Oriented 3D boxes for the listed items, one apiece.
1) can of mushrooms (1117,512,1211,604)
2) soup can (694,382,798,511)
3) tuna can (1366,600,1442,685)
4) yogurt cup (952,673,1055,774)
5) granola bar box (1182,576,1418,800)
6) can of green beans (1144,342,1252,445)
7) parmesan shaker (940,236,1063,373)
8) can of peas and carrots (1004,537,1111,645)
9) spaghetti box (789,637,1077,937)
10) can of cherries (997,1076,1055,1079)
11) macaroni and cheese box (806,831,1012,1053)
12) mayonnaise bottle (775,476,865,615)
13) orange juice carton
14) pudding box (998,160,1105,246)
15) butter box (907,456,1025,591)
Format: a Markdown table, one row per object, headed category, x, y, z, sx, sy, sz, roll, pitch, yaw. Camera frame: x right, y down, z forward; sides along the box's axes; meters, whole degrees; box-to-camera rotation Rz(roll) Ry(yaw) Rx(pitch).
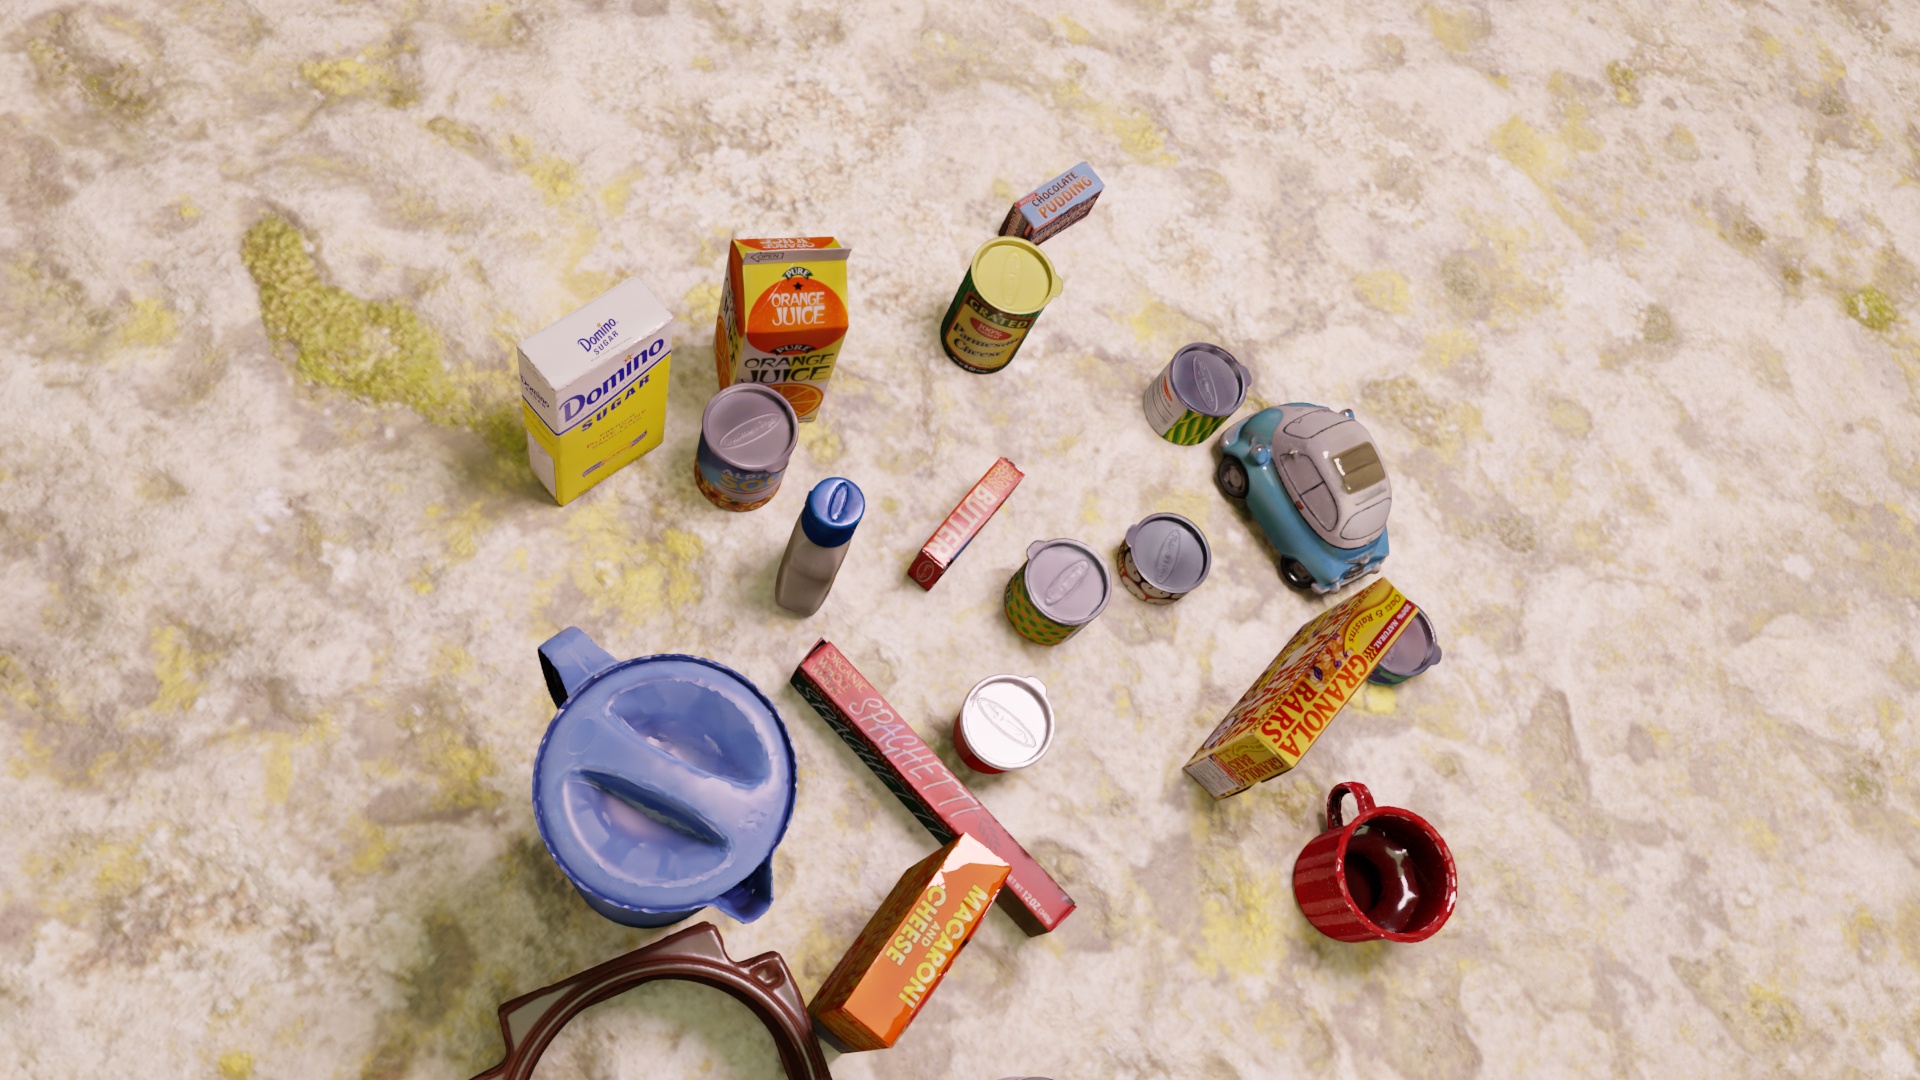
| category | x | y | z | sx | sy | sz | roll | pitch | yaw |
| --- | --- | --- | --- | --- | --- | --- | --- | --- | --- |
| can of mushrooms | 0.155 | 0.013 | 1.071 | 0.071 | 0.033 | 0.071 | 5 | 68 | -13 |
| soup can | -0.153 | -0.062 | 0.989 | 0.071 | 0.083 | 0.071 | 5 | 68 | -13 |
| tuna can | 0.340 | 0.081 | 1.096 | 0.071 | 0.032 | 0.071 | 5 | 68 | -13 |
| yogurt cup | 0.027 | 0.133 | 0.978 | 0.072 | 0.053 | 0.072 | 5 | 68 | -13 |
| granola bar box | 0.246 | 0.110 | 1.009 | 0.039 | 0.123 | 0.166 | 44 | 65 | 4 |
| can of green beans | 0.188 | -0.117 | 1.118 | 0.071 | 0.057 | 0.071 | 5 | 68 | -13 |
| parmesan shaker | 0.030 | -0.179 | 1.074 | 0.071 | 0.102 | 0.071 | 5 | 68 | -13 |
| can of peas and carrots | 0.069 | 0.037 | 1.025 | 0.071 | 0.058 | 0.071 | 5 | 68 | -13 |
| spaghetti box | -0.022 | 0.170 | 0.952 | 0.250 | 0.050 | 0.029 | 46 | 65 | 5 |
| can of cherries | 0.042 | 0.379 | 0.883 | 0.071 | 0.058 | 0.072 | 5 | 68 | -13 |
| macaroni and cheese box | -0.036 | 0.251 | 0.853 | 0.040 | 0.165 | 0.124 | 38 | 65 | 1 |
| mayonnaise bottle | -0.095 | 0.001 | 0.944 | 0.041 | 0.147 | 0.065 | 20 | 66 | -7 |
| orange juice carton | -0.126 | -0.153 | 0.972 | 0.072 | 0.192 | 0.073 | -5 | 71 | -17 |
| pudding box | 0.076 | -0.276 | 1.154 | 0.084 | 0.049 | 0.030 | -35 | 82 | -24 |
| butter box | 0.004 | -0.013 | 1.029 | 0.024 | 0.053 | 0.104 | 40 | 65 | 2 |
